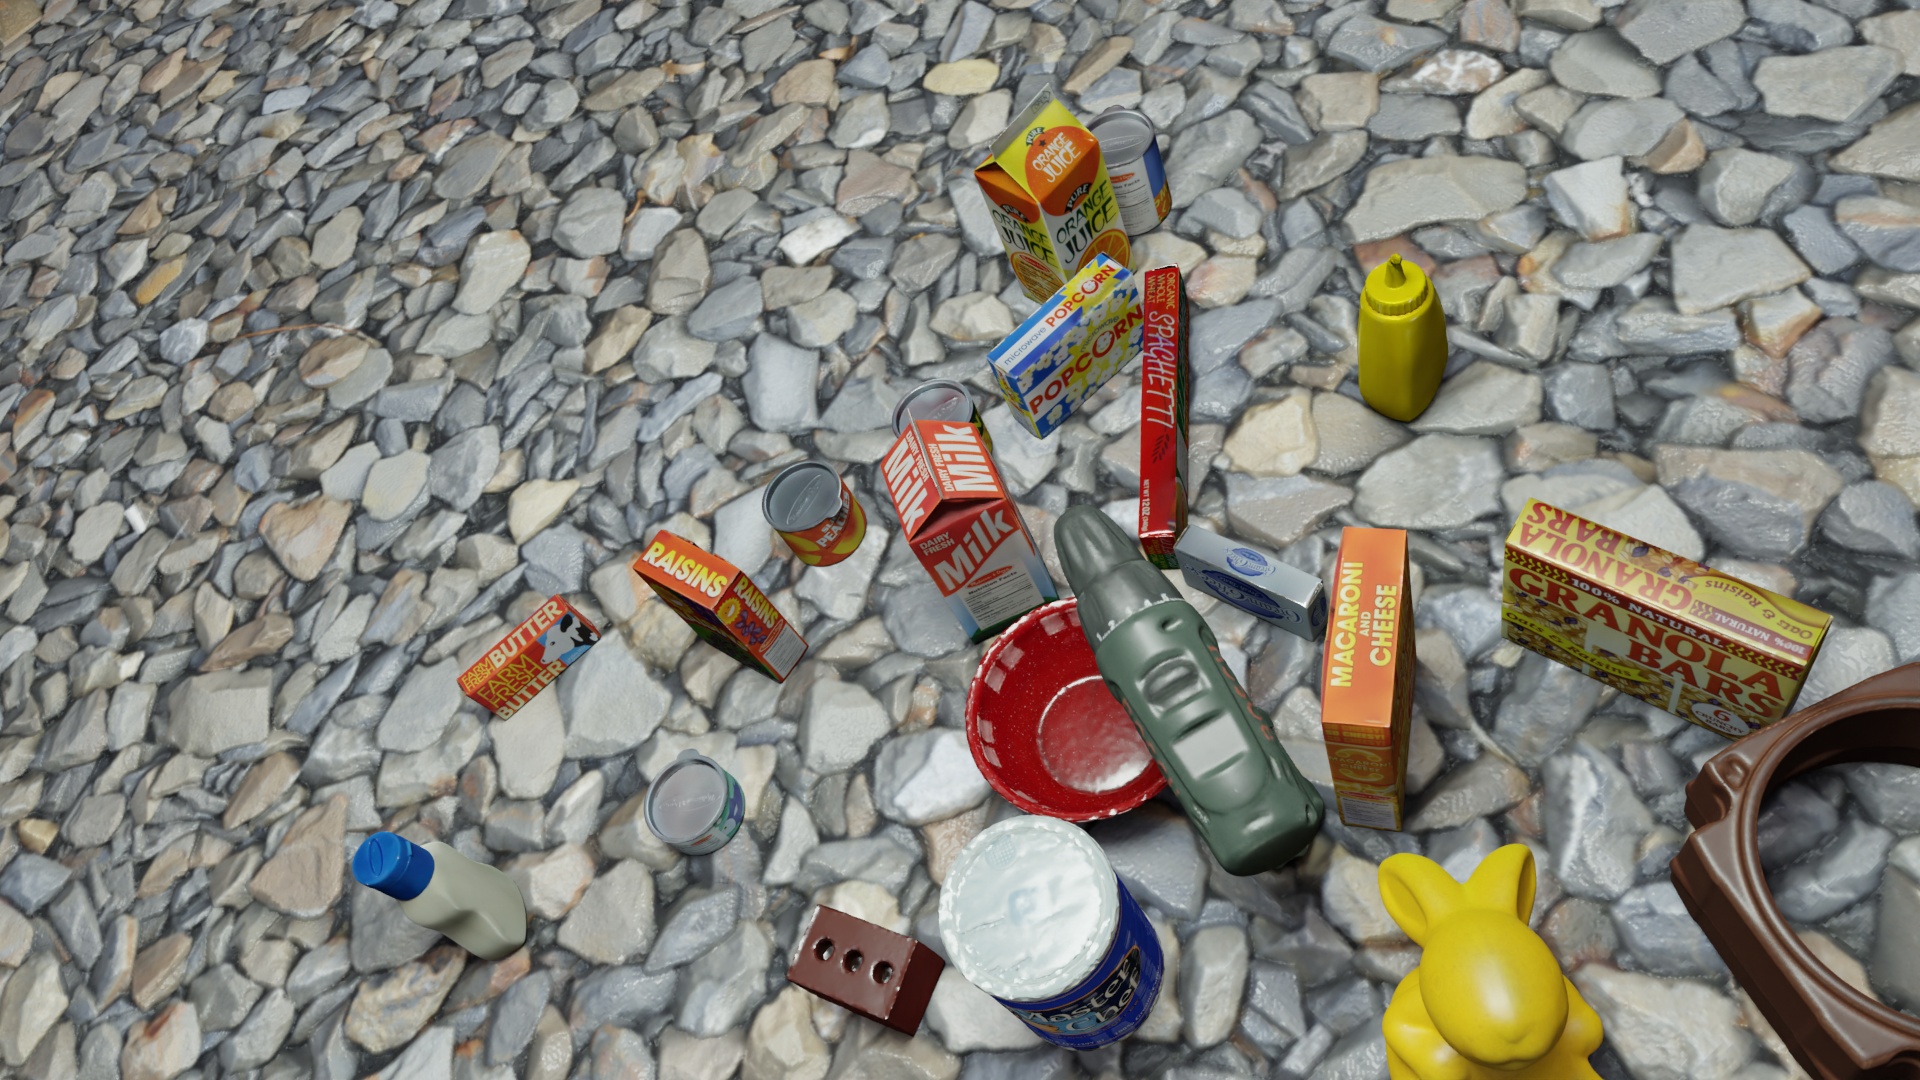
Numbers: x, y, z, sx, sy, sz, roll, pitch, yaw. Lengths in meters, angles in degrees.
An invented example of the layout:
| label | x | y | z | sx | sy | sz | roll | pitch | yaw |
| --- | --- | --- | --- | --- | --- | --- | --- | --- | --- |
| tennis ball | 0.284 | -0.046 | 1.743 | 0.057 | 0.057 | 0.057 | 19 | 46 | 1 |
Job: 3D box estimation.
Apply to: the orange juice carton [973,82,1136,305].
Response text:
| label | x | y | z | sx | sy | sz | roll | pitch | yaw |
| --- | --- | --- | --- | --- | --- | --- | --- | --- | --- |
| orange juice carton | 0.072 | -0.263 | 1.090 | 0.073 | 0.192 | 0.072 | 34 | 76 | 33 |

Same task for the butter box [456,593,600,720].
| label | x | y | z | sx | sy | sz | roll | pitch | yaw |
| --- | --- | --- | --- | --- | --- | --- | --- | --- | --- |
| butter box | -0.342 | 0.093 | 1.104 | 0.103 | 0.053 | 0.024 | -42 | 55 | -8 |

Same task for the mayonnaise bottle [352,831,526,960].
| label | x | y | z | sx | sy | sz | roll | pitch | yaw |
| --- | --- | --- | --- | --- | --- | --- | --- | --- | --- |
| mayonnaise bottle | -0.357 | 0.241 | 0.958 | 0.041 | 0.147 | 0.065 | -29 | 54 | 2 |

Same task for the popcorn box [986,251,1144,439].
| label | x | y | z | sx | sy | sz | roll | pitch | yaw |
| --- | --- | --- | --- | --- | --- | --- | --- | --- | --- |
| popcorn box | 0.086 | -0.150 | 1.080 | 0.127 | 0.085 | 0.038 | -43 | 55 | -9 |

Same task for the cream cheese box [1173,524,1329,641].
| label | x | y | z | sx | sy | sz | roll | pitch | yaw |
| --- | --- | --- | --- | --- | --- | --- | --- | --- | --- |
| cream cheese box | 0.199 | 0.028 | 0.947 | 0.104 | 0.053 | 0.024 | 26 | 71 | 31 |

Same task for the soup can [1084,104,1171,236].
| label | x | y | z | sx | sy | sz | roll | pitch | yaw |
| --- | --- | --- | --- | --- | --- | --- | --- | --- | --- |
| soup can | 0.137 | -0.309 | 1.161 | 0.071 | 0.083 | 0.071 | -9 | 57 | 15 |

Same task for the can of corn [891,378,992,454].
| label | x | y | z | sx | sy | sz | roll | pitch | yaw |
| --- | --- | --- | --- | --- | --- | --- | --- | --- | --- |
| can of corn | -0.012 | -0.082 | 1.090 | 0.071 | 0.058 | 0.071 | -9 | 57 | 15 |

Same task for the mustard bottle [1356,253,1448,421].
| label | x | y | z | sx | sy | sz | roll | pitch | yaw |
| --- | --- | --- | --- | --- | --- | --- | --- | --- | --- |
| mustard bottle | 0.302 | -0.147 | 0.953 | 0.049 | 0.159 | 0.065 | 28 | 73 | 32 |

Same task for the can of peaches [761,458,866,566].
| label | x | y | z | sx | sy | sz | roll | pitch | yaw |
| --- | --- | --- | --- | --- | --- | --- | --- | --- | --- |
| can of peaches | -0.112 | -0.020 | 1.088 | 0.071 | 0.058 | 0.071 | -9 | 57 | 15 |

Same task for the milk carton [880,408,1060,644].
| label | x | y | z | sx | sy | sz | roll | pitch | yaw |
| --- | --- | --- | --- | --- | --- | --- | --- | --- | --- |
| milk carton | 0.003 | -0.012 | 0.959 | 0.073 | 0.190 | 0.072 | -25 | 54 | 4 |

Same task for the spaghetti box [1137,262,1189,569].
| label | x | y | z | sx | sy | sz | roll | pitch | yaw |
| --- | --- | --- | --- | --- | --- | --- | --- | --- | --- |
| spaghetti box | 0.154 | -0.097 | 1.044 | 0.028 | 0.050 | 0.251 | -5 | 58 | 17 |

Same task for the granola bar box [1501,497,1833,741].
| label | x | y | z | sx | sy | sz | roll | pitch | yaw |
| --- | --- | --- | --- | --- | --- | --- | --- | --- | --- |
| granola bar box | 0.403 | 0.051 | 0.814 | 0.166 | 0.123 | 0.039 | 28 | 72 | 32 |

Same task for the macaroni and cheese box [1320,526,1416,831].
| label | x | y | z | sx | sy | sz | roll | pitch | yaw |
| --- | --- | --- | --- | --- | --- | --- | --- | --- | --- |
| macaroni and cheese box | 0.244 | 0.086 | 0.825 | 0.040 | 0.166 | 0.124 | 3 | 61 | 22 |

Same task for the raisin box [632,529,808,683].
| label | x | y | z | sx | sy | sz | roll | pitch | yaw |
| --- | --- | --- | --- | --- | --- | --- | --- | --- | --- |
| raisin box | -0.175 | 0.049 | 1.027 | 0.086 | 0.123 | 0.040 | 25 | 71 | 31 |

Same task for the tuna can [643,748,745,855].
| label | x | y | z | sx | sy | sz | roll | pitch | yaw |
| --- | --- | --- | --- | --- | --- | --- | --- | --- | --- |
| tuna can | -0.191 | 0.189 | 1.002 | 0.071 | 0.032 | 0.071 | -9 | 57 | 15 |
